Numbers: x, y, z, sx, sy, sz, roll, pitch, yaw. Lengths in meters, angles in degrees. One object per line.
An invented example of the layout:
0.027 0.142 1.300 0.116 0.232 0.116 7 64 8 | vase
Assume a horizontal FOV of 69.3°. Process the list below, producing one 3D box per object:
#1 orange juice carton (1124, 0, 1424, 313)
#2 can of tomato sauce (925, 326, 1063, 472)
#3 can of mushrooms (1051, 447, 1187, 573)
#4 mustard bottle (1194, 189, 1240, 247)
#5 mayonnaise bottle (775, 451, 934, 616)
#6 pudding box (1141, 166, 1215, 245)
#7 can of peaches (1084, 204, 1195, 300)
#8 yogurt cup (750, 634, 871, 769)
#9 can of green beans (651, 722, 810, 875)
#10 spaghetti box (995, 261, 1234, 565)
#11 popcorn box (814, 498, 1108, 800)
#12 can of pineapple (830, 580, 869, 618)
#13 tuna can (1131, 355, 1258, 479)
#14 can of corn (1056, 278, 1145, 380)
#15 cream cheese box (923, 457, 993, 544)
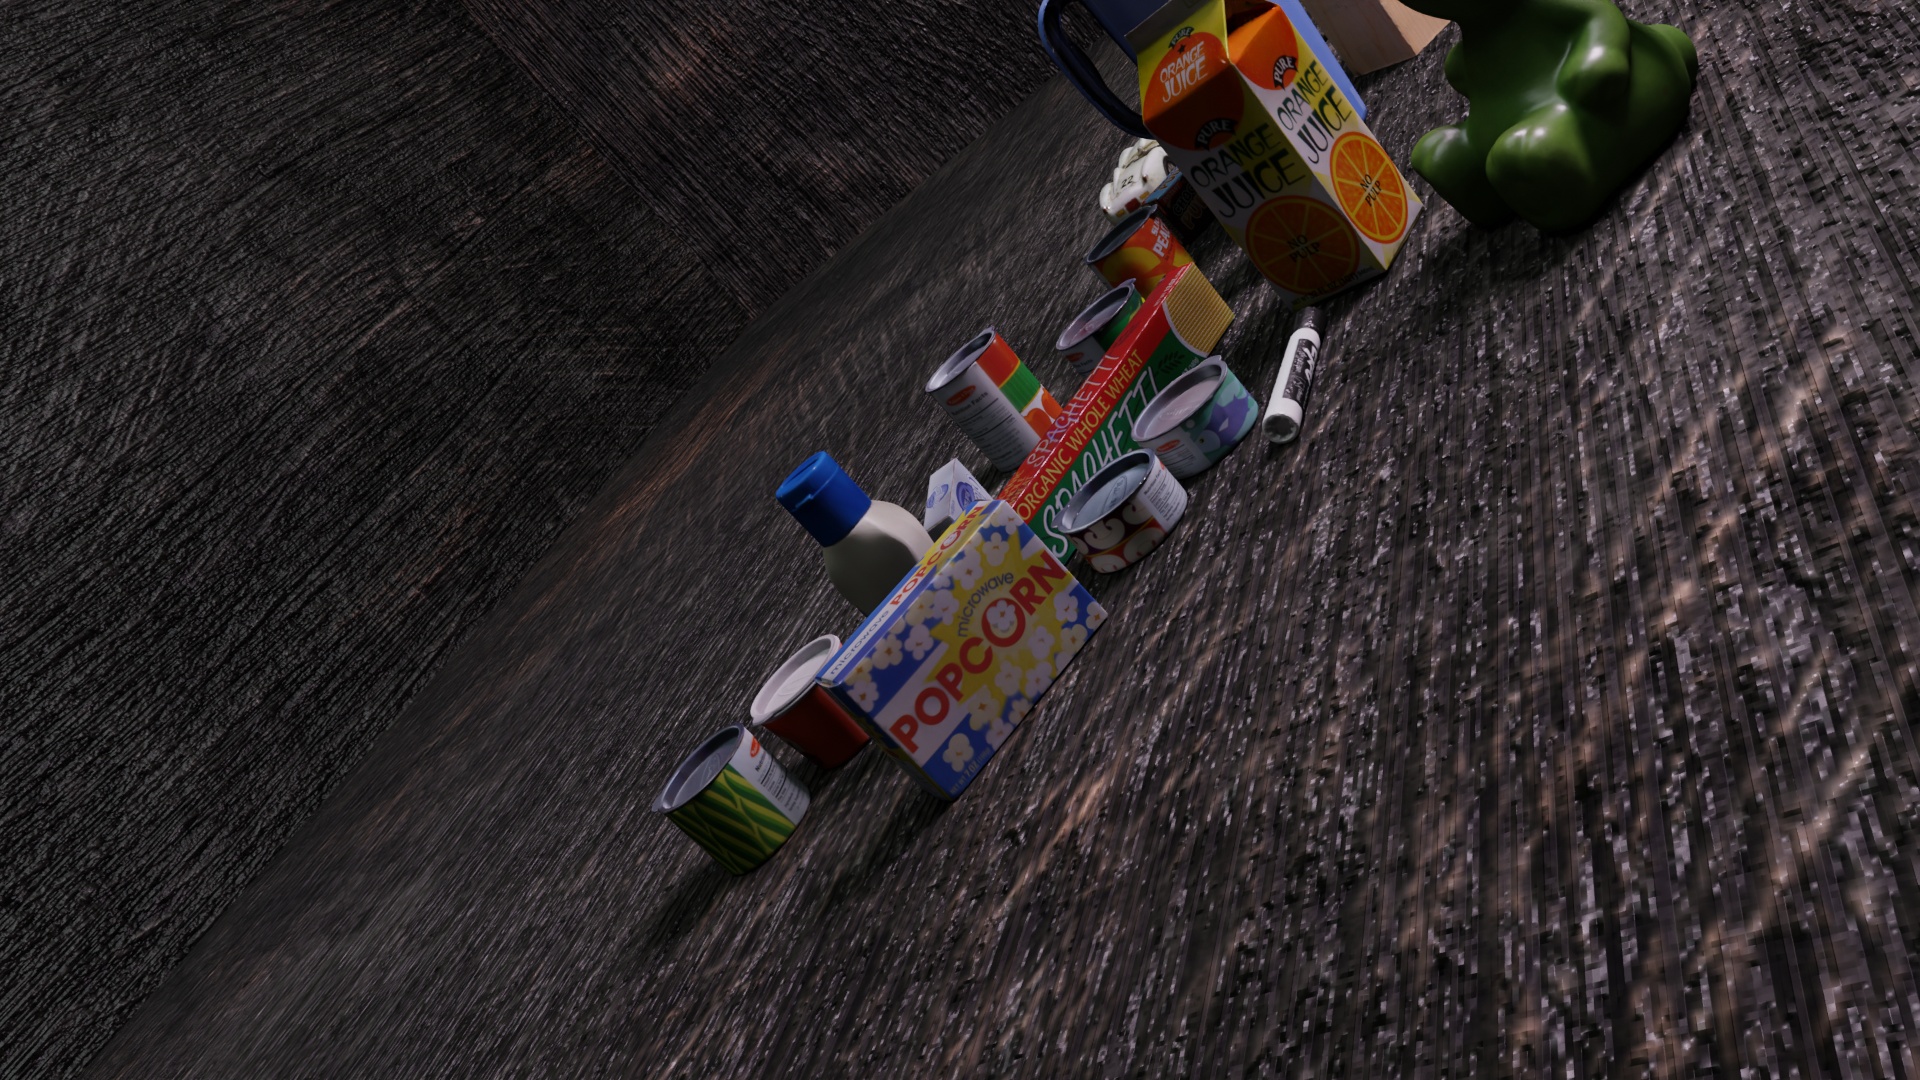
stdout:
0.177 -0.234 0.807 0.071 0.192 0.073 -21 27 51 | orange juice carton
0.027 -0.102 1.011 0.071 0.083 0.071 -38 17 14 | can of tomato sauce
0.086 -0.015 0.751 0.071 0.033 0.071 -38 17 14 | can of mushrooms
0.174 -0.262 0.939 0.048 0.160 0.066 -33 19 30 | mustard bottle
-0.036 0.016 0.749 0.064 0.148 0.041 -35 18 24 | mayonnaise bottle
0.195 -0.290 1.154 0.084 0.049 0.030 -48 17 -17 | pudding box
0.142 -0.218 1.081 0.071 0.058 0.071 -38 17 14 | can of peaches
-0.080 0.097 0.815 0.072 0.054 0.073 -38 17 14 | yogurt cup
-0.128 0.147 0.791 0.071 0.057 0.071 -38 17 14 | can of green beans
0.096 -0.078 0.855 0.028 0.050 0.251 -19 28 54 | spaghetti box
0.002 0.052 0.685 0.127 0.085 0.038 -48 17 -18 | popcorn box
-0.040 0.023 0.898 0.071 0.058 0.071 -38 17 14 | can of pineapple
0.133 -0.069 0.778 0.071 0.033 0.071 -38 17 14 | tuna can
0.110 -0.132 0.942 0.071 0.058 0.071 -38 17 14 | can of corn
0.003 -0.011 0.893 0.024 0.053 0.104 -38 17 16 | cream cheese box
